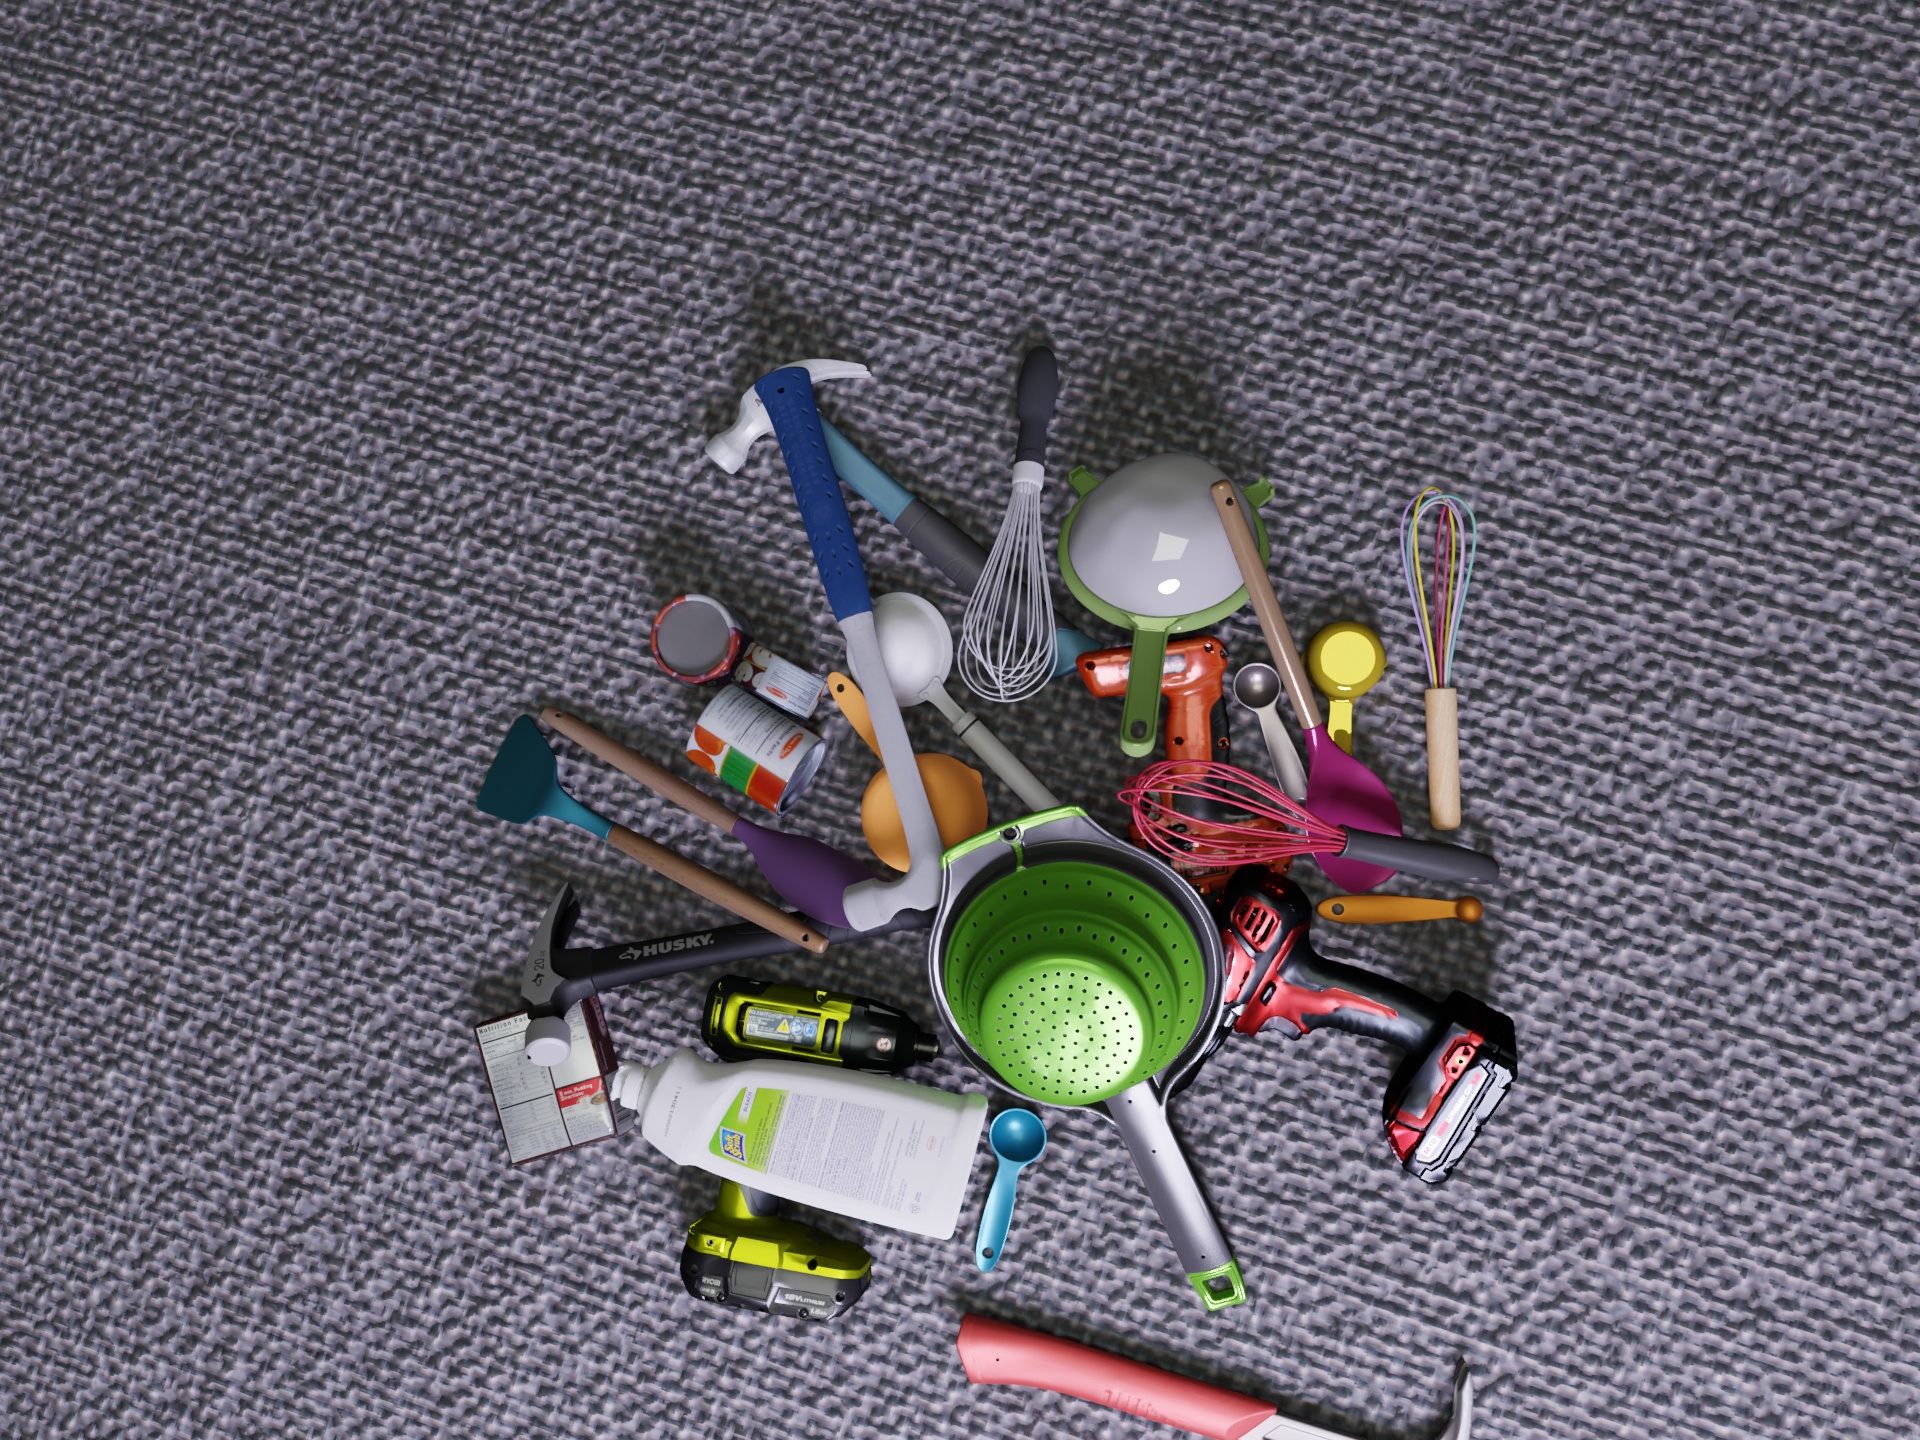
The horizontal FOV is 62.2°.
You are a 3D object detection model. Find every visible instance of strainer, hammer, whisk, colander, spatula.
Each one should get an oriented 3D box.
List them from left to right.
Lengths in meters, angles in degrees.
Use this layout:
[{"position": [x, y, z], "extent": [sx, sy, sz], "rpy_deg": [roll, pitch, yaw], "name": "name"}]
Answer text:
[{"position": [-0.229, 0.093, 1.172], "extent": [0.317, 0.044, 0.082], "rpy_deg": [26, 89, 16], "name": "spatula"}, {"position": [-0.188, 0.068, 1.182], "extent": [0.316, 0.018, 0.060], "rpy_deg": [29, 52, 17], "name": "spatula"}, {"position": [-0.151, 0.156, 1.163], "extent": [0.334, 0.035, 0.146], "rpy_deg": [-11, 42, -3], "name": "hammer"}, {"position": [-0.066, -0.065, 1.135], "extent": [0.144, 0.035, 0.406], "rpy_deg": [-20, 79, 13], "name": "hammer"}, {"position": [-0.031, -0.146, 1.190], "extent": [0.331, 0.033, 0.128], "rpy_deg": [41, 93, 7], "name": "hammer"}, {"position": [-0.002, -0.004, 1.176], "extent": [0.258, 0.050, 0.087], "rpy_deg": [45, 109, 4], "name": "strainer"}, {"position": [0.047, -0.146, 1.145], "extent": [0.070, 0.070, 0.285], "rpy_deg": [5, 71, 7], "name": "whisk"}, {"position": [0.106, 0.255, 1.064], "extent": [0.204, 0.094, 0.397], "rpy_deg": [-22, 104, 15], "name": "colander"}, {"position": [0.133, -0.096, 1.087], "extent": [0.151, 0.069, 0.257], "rpy_deg": [6, 55, 9], "name": "strainer"}, {"position": [0.174, 0.479, 1.129], "extent": [0.359, 0.036, 0.149], "rpy_deg": [15, 89, 7], "name": "hammer"}, {"position": [0.243, 0.079, 1.089], "extent": [0.295, 0.073, 0.073], "rpy_deg": [12, 88, -17], "name": "whisk"}, {"position": [0.345, -0.045, 1.135], "extent": [0.051, 0.047, 0.245], "rpy_deg": [-2, 91, 19], "name": "whisk"}]

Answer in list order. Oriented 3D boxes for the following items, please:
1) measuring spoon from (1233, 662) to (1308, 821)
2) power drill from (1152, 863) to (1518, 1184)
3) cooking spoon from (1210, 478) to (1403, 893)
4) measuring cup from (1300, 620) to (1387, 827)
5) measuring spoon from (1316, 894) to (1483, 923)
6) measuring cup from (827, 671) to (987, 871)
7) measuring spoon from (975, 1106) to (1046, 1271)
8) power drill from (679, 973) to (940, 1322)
[{"position": [0.231, 0.017, 1.160], "extent": [0.034, 0.018, 0.124], "rpy_deg": [-21, 91, 4], "name": "measuring spoon"}, {"position": [0.246, 0.226, 1.104], "extent": [0.227, 0.080, 0.188], "rpy_deg": [29, 110, 8], "name": "power drill"}, {"position": [0.236, -0.020, 1.106], "extent": [0.069, 0.017, 0.318], "rpy_deg": [-25, 106, -2], "name": "cooking spoon"}, {"position": [0.274, 0.005, 1.144], "extent": [0.062, 0.029, 0.156], "rpy_deg": [4, 86, 7], "name": "measuring cup"}, {"position": [0.315, 0.136, 1.141], "extent": [0.117, 0.011, 0.021], "rpy_deg": [-1, 87, 7], "name": "measuring spoon"}, {"position": [-0.054, 0.035, 1.165], "extent": [0.095, 0.052, 0.174], "rpy_deg": [-38, 82, 15], "name": "measuring cup"}, {"position": [0.033, 0.342, 1.167], "extent": [0.042, 0.021, 0.128], "rpy_deg": [15, 98, 8], "name": "measuring spoon"}, {"position": [-0.113, 0.308, 1.155], "extent": [0.171, 0.080, 0.223], "rpy_deg": [8, 85, 8], "name": "power drill"}]
